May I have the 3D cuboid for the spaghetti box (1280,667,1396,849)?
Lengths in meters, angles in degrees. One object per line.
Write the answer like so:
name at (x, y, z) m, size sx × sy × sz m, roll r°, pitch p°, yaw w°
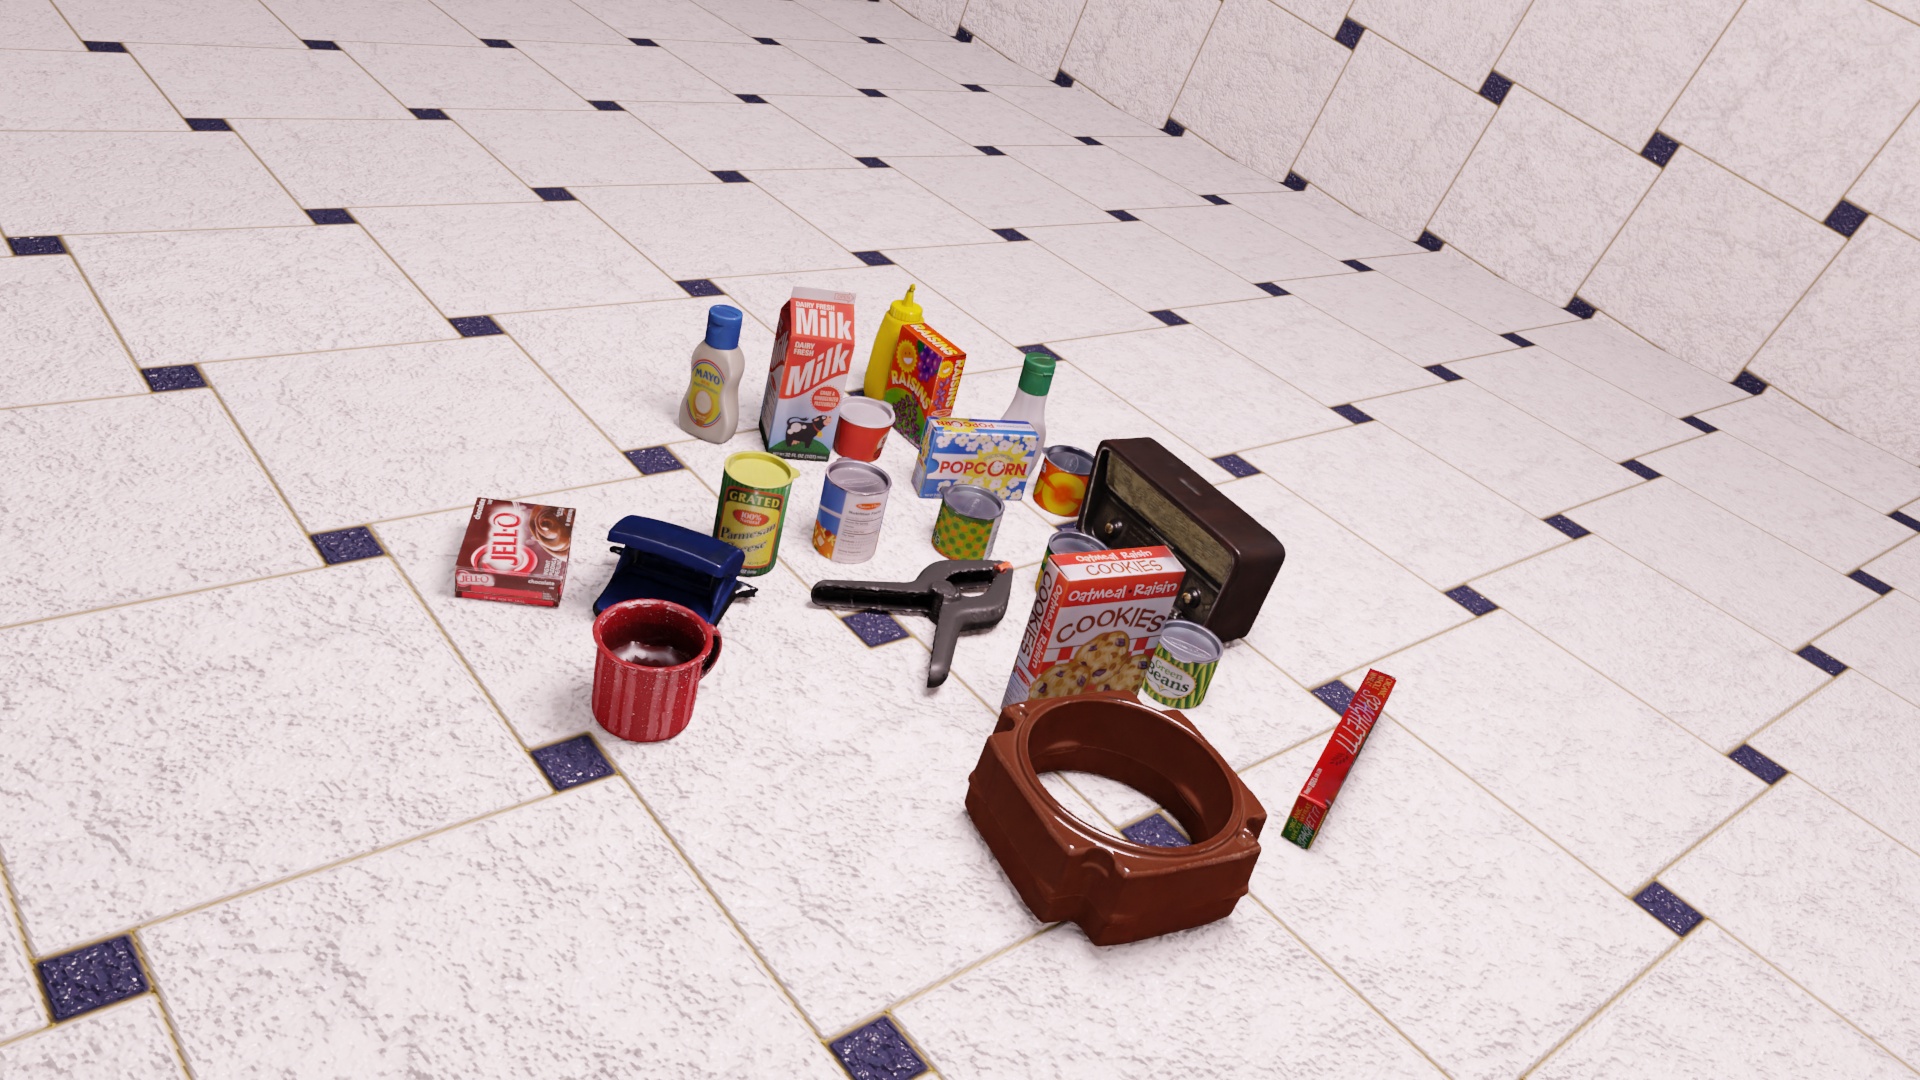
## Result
spaghetti box at (0.347, 0.192, 1.262) m, size 0.029 × 0.050 × 0.251 m, roll 27°, pitch 33°, yaw 18°

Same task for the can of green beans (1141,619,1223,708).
can of green beans at (0.208, 0.117, 1.314) m, size 0.071 × 0.057 × 0.071 m, roll 11°, pitch 31°, yaw -7°

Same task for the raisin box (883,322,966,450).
raisin box at (-0.044, -0.180, 1.619) m, size 0.040 × 0.122 × 0.086 m, roll -11°, pitch 40°, yaw -37°

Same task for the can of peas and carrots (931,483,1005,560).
can of peas and carrots at (0.005, -0.018, 1.441) m, size 0.071 × 0.058 × 0.071 m, roll 11°, pitch 31°, yaw -7°

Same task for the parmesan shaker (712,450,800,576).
parmesan shaker at (-0.196, -0.024, 1.318) m, size 0.071 × 0.102 × 0.071 m, roll 11°, pitch 31°, yaw -7°

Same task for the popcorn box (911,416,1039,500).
popcorn box at (0.016, -0.090, 1.537) m, size 0.127 × 0.084 × 0.038 m, roll 1°, pitch 34°, yaw -23°

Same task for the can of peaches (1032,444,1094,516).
can of peaches at (0.118, -0.068, 1.574) m, size 0.071 × 0.057 × 0.071 m, roll 11°, pitch 31°, yaw -7°

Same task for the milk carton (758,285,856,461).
milk carton at (-0.165, -0.186, 1.509) m, size 0.072 × 0.189 × 0.074 m, roll 3°, pitch 33°, yaw -20°

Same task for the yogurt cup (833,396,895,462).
yogurt cup at (-0.112, -0.124, 1.565) m, size 0.072 × 0.053 × 0.073 m, roll 11°, pitch 31°, yaw -7°

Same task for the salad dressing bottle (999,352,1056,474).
salad dressing bottle at (0.074, -0.142, 1.586) m, size 0.064 × 0.146 × 0.044 m, roll -6°, pitch 37°, yaw -32°

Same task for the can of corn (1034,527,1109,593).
can of corn at (0.113, 0.030, 1.411) m, size 0.071 × 0.058 × 0.071 m, roll 11°, pitch 31°, yaw -7°

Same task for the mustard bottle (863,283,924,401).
mustard bottle at (-0.073, -0.236, 1.661) m, size 0.049 × 0.159 × 0.065 m, roll 34°, pitch 35°, yaw 29°

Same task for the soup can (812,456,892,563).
soup can at (-0.110, -0.030, 1.385) m, size 0.071 × 0.083 × 0.072 m, roll 11°, pitch 31°, yaw -7°

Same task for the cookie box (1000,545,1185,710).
cookie box at (0.114, 0.085, 1.216) m, size 0.123 × 0.166 × 0.040 m, roll -4°, pitch 36°, yaw -29°

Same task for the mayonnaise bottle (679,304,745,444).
mayonnaise bottle at (-0.264, -0.180, 1.497) m, size 0.065 × 0.147 × 0.041 m, roll 24°, pitch 31°, yaw 14°
